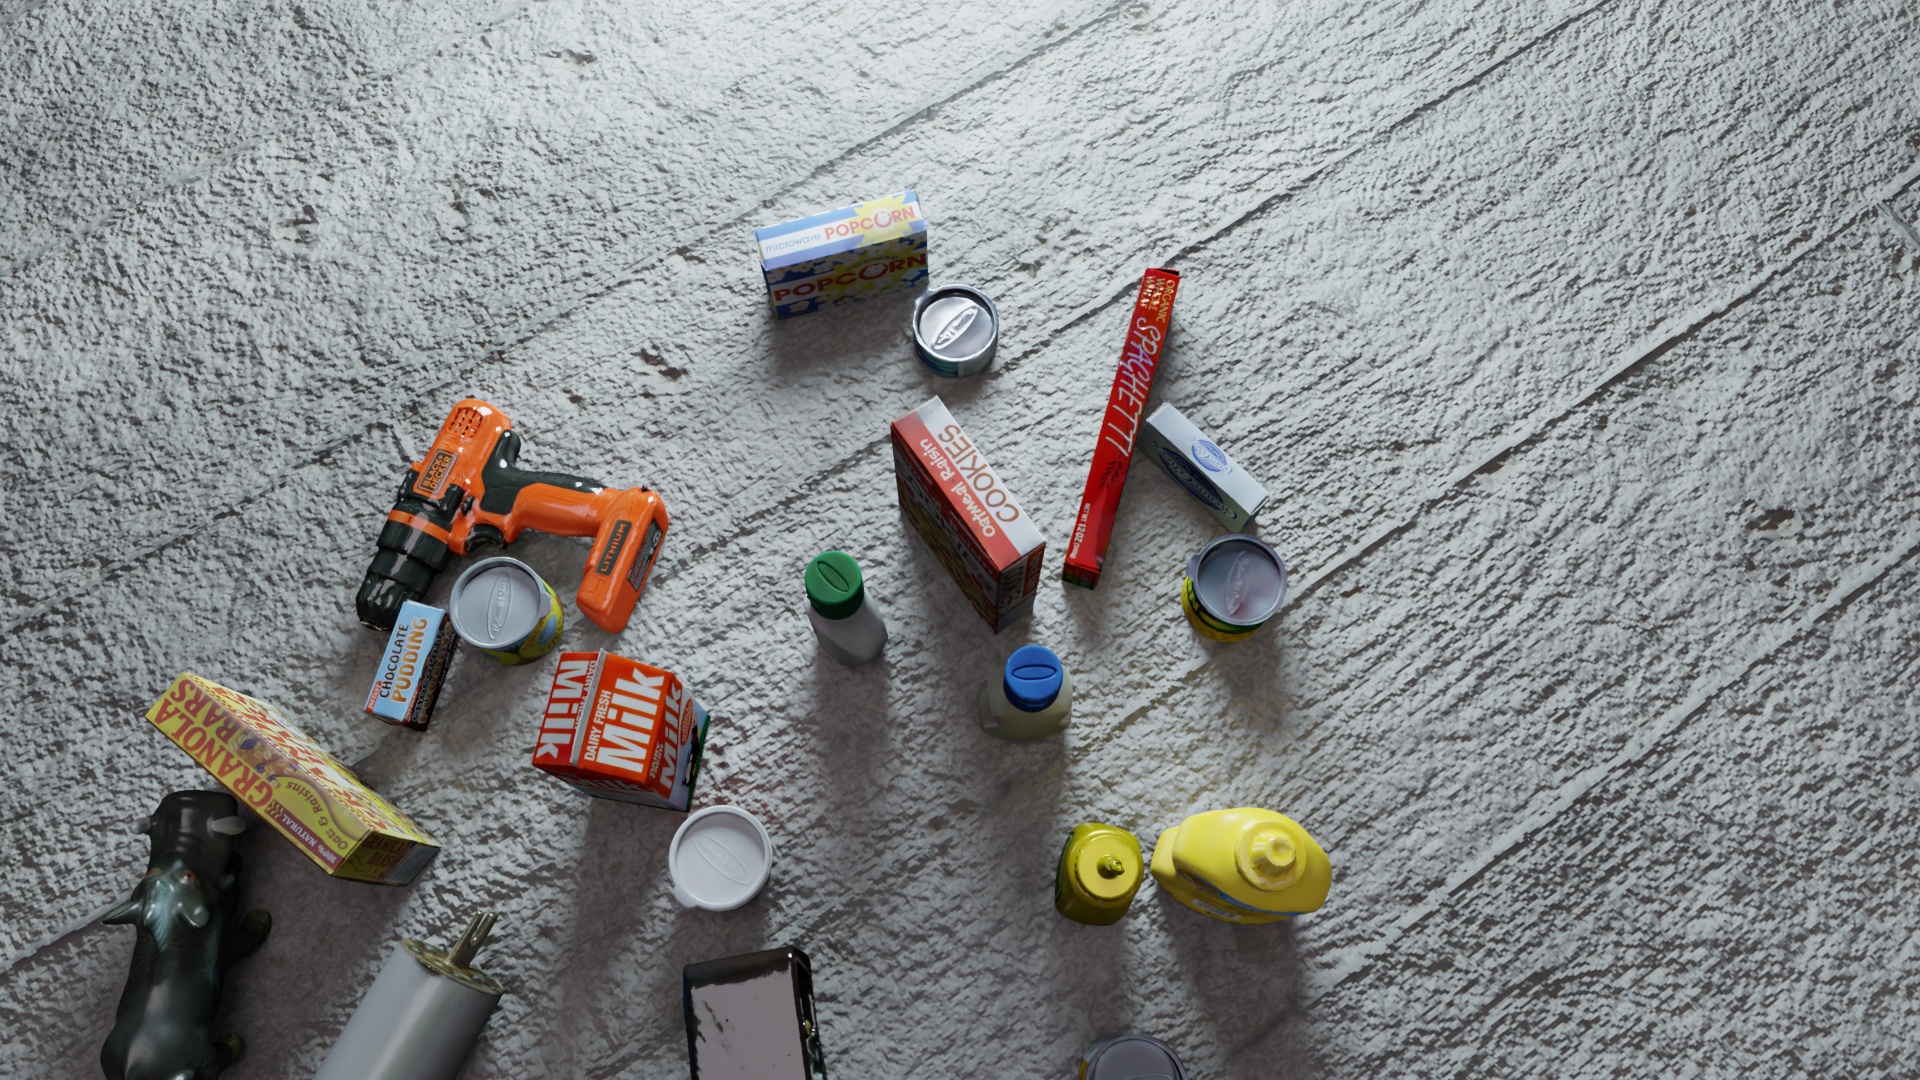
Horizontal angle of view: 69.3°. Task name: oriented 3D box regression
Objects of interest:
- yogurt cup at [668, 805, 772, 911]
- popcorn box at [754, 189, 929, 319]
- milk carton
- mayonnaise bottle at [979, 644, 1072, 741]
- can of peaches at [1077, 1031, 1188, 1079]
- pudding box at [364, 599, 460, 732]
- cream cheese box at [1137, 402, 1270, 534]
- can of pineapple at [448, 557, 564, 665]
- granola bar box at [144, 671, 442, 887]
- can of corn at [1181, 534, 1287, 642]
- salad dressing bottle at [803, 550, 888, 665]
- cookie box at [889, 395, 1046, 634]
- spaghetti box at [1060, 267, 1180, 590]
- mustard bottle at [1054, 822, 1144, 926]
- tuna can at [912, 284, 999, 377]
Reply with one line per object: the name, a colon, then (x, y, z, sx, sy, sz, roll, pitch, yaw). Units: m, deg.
yogurt cup: (-0.158, 0.215, 0.935, 0.072, 0.053, 0.072, 0, 72, 0)
popcorn box: (-0.088, -0.217, 1.059, 0.127, 0.085, 0.038, -16, 73, -5)
milk carton: (-0.218, 0.124, 0.893, 0.073, 0.190, 0.072, 9, 73, 3)
mayonnaise bottle: (0.046, 0.103, 0.924, 0.065, 0.147, 0.041, -3, 73, -1)
can of peaches: (0.110, 0.352, 0.890, 0.071, 0.058, 0.071, 0, 72, 0)
pudding box: (-0.384, 0.088, 0.977, 0.030, 0.049, 0.084, 13, 73, 4)
cream cheese box: (0.178, -0.052, 1.024, 0.024, 0.053, 0.104, -43, 77, -12)
can of pineapple: (-0.319, 0.052, 0.985, 0.071, 0.057, 0.071, 0, 72, 0)
granola bar box: (-0.435, 0.161, 0.914, 0.166, 0.124, 0.039, 35, 76, 10)
can of corn: (0.192, 0.035, 0.994, 0.071, 0.058, 0.071, 0, 72, 0)
salad dressing bottle: (-0.080, 0.046, 0.941, 0.064, 0.147, 0.044, 43, 77, 12)
cookie box: (0.003, -0.012, 0.950, 0.040, 0.167, 0.123, -34, 76, -10)
spaghetti box: (0.120, -0.087, 1.037, 0.029, 0.050, 0.251, 15, 73, 5)
mustard bottle: (0.089, 0.209, 0.883, 0.049, 0.159, 0.065, 12, 73, 4)
tuna can: (-0.006, -0.162, 1.069, 0.071, 0.032, 0.071, 0, 72, 0)
